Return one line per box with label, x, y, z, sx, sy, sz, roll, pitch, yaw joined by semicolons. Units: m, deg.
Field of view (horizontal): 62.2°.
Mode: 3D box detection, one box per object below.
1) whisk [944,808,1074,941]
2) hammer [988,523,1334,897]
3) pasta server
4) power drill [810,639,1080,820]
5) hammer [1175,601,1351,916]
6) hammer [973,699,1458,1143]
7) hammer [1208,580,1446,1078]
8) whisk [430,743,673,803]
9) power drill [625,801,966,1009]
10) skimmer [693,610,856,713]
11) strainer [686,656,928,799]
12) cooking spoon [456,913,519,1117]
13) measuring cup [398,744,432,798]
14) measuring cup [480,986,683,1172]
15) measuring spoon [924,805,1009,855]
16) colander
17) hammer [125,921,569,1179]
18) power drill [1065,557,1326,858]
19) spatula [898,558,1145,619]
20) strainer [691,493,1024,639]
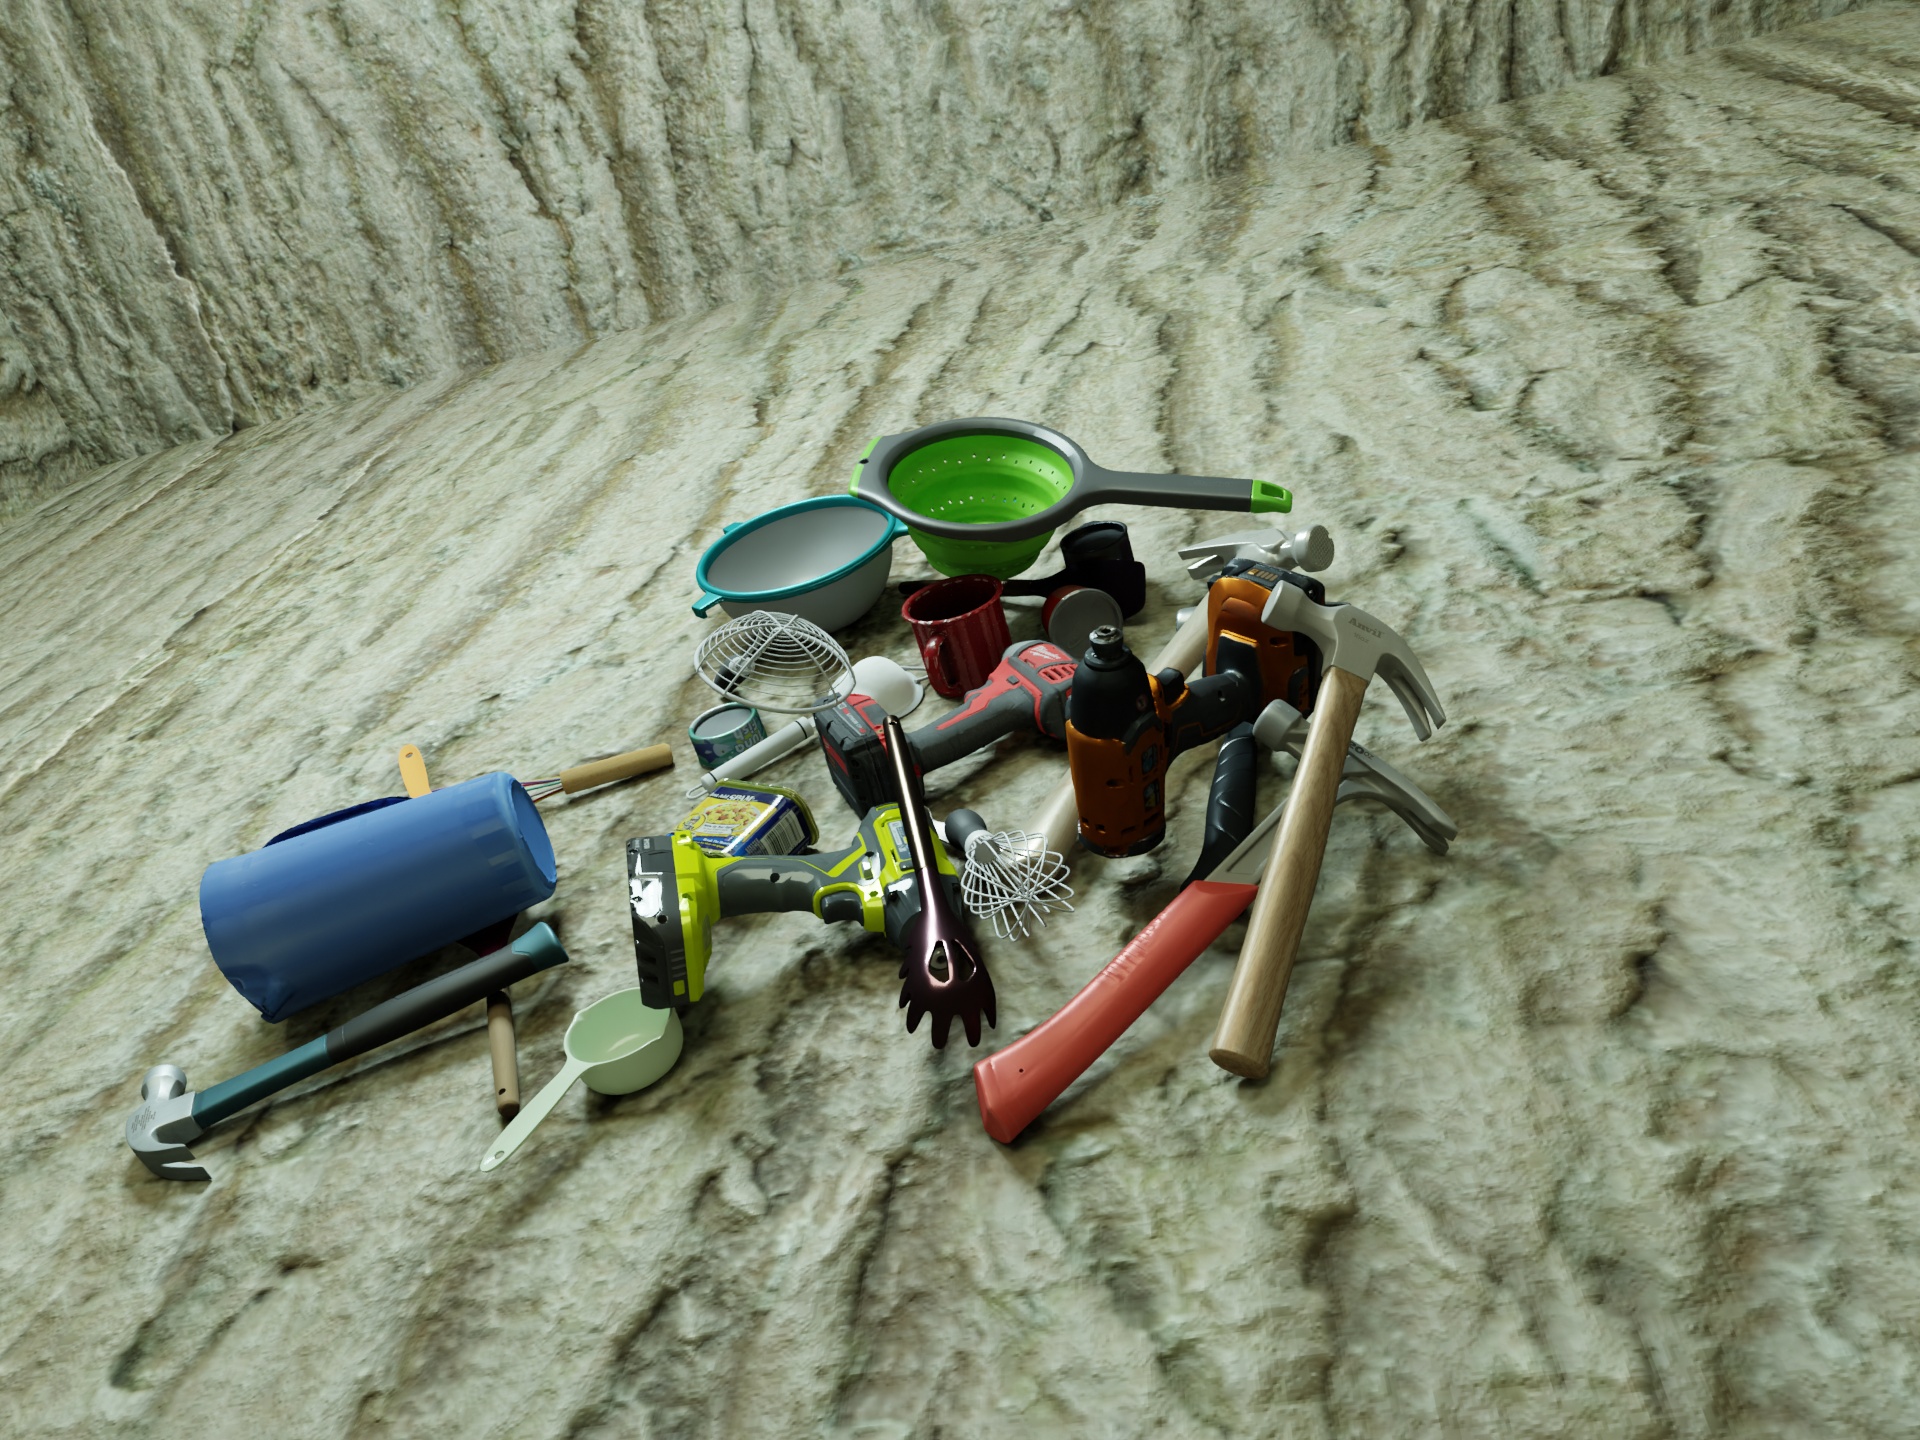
whisk;0.021;0.091;1.055;0.070;0.070;0.285;-20;8;-6
hammer;0.139;-0.017;1.234;0.146;0.038;0.411;-3;37;49
pasta server;-0.027;0.093;1.069;0.060;0.040;0.317;-1;33;-11
power drill;-0.002;-0.004;1.310;0.219;0.078;0.143;-21;28;-13
hammer;0.216;0.013;1.197;0.149;0.036;0.409;-6;30;19
hammer;0.148;0.133;0.984;0.149;0.036;0.359;39;62;22
hammer;0.215;0.066;0.983;0.130;0.031;0.331;24;60;-2
whisk;-0.378;0.067;1.433;0.245;0.051;0.047;-16;61;-7
power drill;-0.112;0.127;1.094;0.223;0.080;0.171;-7;27;-11
skimmer;-0.182;-0.028;1.372;0.127;0.090;0.363;4;-8;-16
strainer;-0.131;0.002;1.408;0.258;0.050;0.087;-32;46;-20
cooking spoon;-0.348;0.198;1.191;0.069;0.017;0.319;-27;28;-7
measuring cup;-0.455;0.087;1.376;0.095;0.052;0.174;-25;44;-11
measuring cup;-0.246;0.242;1.036;0.083;0.038;0.168;5;37;35
measuring spoon;-0.003;0.092;1.201;0.124;0.018;0.034;17;47;37
colander;0.100;-0.185;1.459;0.397;0.094;0.205;5;40;10
hammer;-0.440;0.229;1.146;0.331;0.033;0.128;-25;29;-6
power drill;0.158;-0.026;1.092;0.084;0.164;0.226;23;44;40
spatula;0.053;-0.126;1.535;0.316;0.060;0.018;6;7;44
strainer;-0.093;-0.153;1.610;0.340;0.095;0.211;-10;31;9
